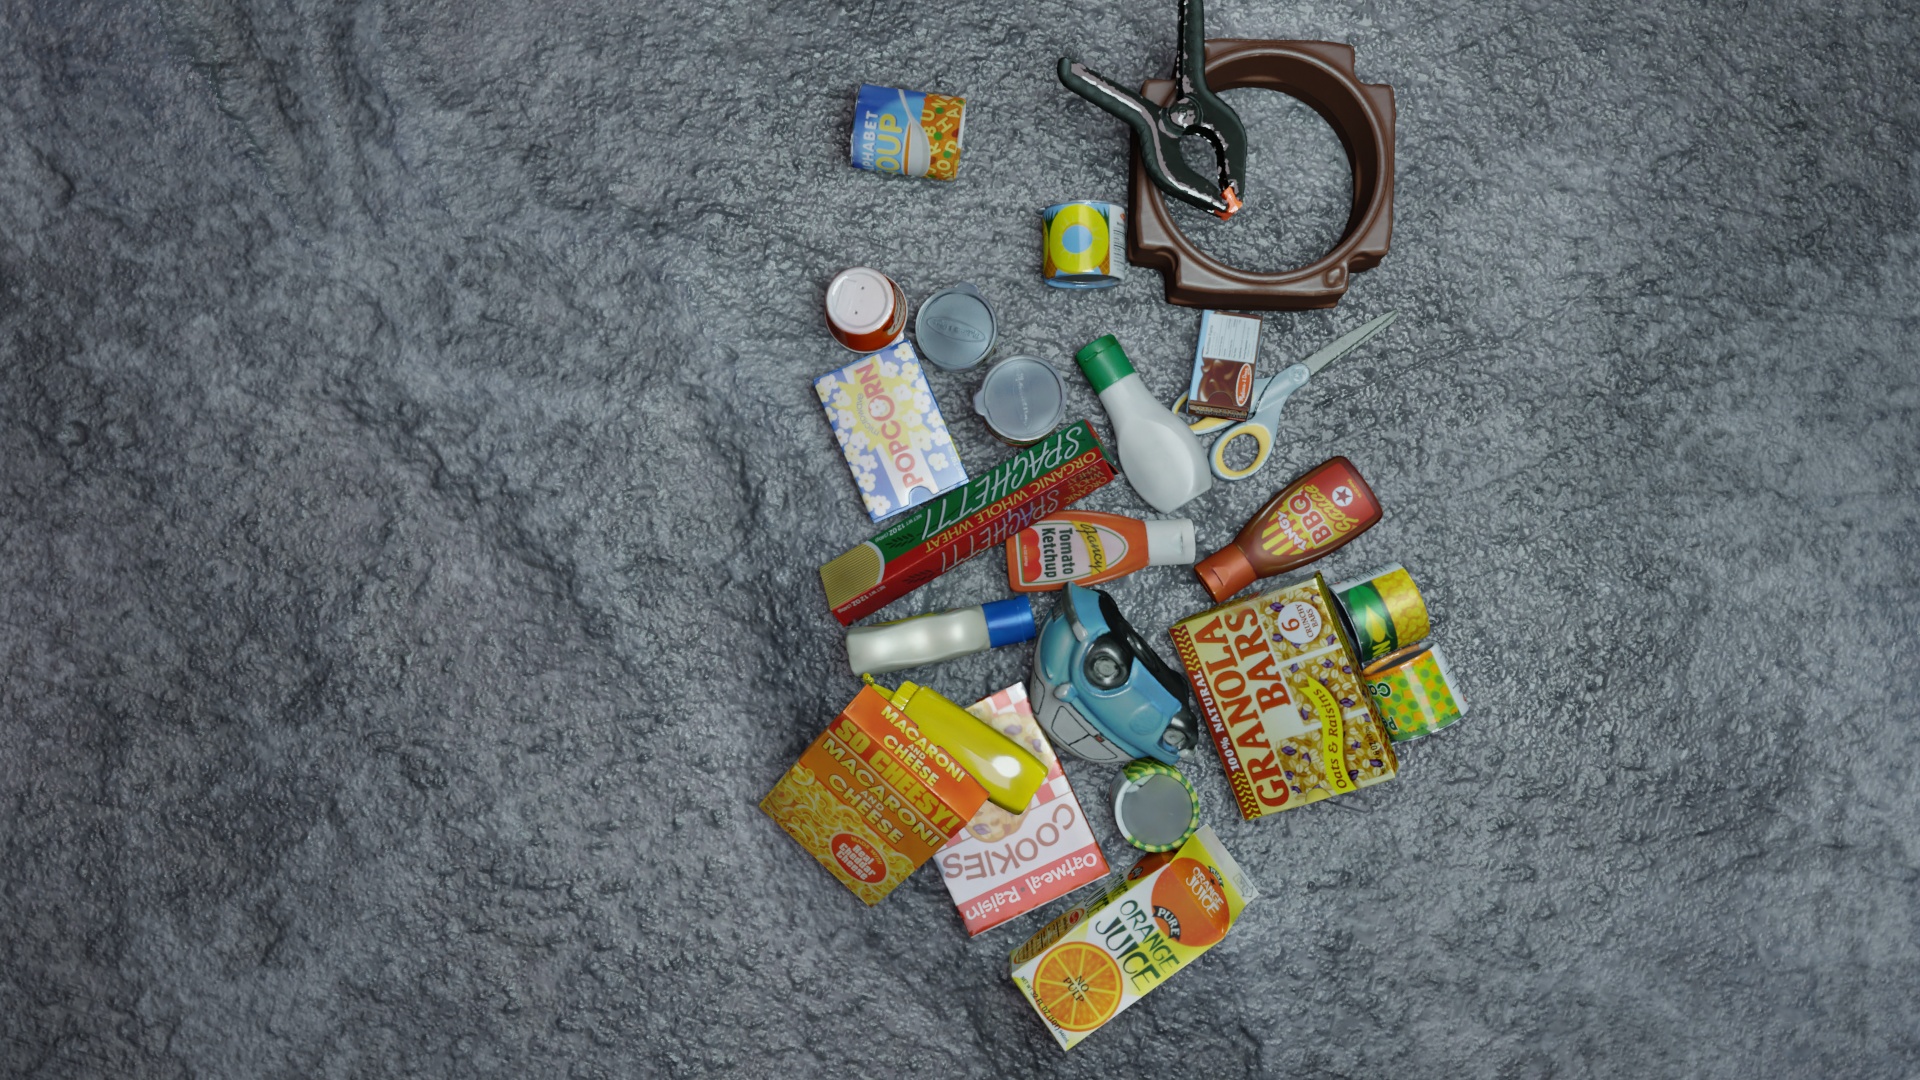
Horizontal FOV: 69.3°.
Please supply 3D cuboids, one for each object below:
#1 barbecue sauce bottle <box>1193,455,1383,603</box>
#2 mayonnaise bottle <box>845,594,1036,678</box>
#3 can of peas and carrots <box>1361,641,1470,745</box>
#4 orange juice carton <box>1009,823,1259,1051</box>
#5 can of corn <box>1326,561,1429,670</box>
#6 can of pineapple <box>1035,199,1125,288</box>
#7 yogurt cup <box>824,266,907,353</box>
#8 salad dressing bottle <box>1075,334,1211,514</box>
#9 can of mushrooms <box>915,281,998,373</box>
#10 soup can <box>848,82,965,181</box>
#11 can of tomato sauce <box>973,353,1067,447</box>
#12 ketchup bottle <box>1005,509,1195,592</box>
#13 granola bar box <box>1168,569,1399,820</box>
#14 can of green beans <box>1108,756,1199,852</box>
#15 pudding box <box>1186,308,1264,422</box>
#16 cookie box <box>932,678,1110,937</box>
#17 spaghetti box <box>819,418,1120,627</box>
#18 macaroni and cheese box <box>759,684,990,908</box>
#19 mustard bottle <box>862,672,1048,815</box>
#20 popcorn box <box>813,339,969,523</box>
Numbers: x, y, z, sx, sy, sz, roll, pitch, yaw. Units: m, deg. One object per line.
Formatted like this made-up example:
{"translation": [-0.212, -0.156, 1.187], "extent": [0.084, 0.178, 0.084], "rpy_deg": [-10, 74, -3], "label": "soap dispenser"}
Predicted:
{"translation": [0.257, -0.004, 1.105], "extent": [0.148, 0.043, 0.065], "rpy_deg": [-33, 81, 1], "label": "barbecue sauce bottle"}
{"translation": [-0.016, 0.075, 1.103], "extent": [0.148, 0.064, 0.041], "rpy_deg": [-12, 86, -3], "label": "mayonnaise bottle"}
{"translation": [0.353, 0.119, 1.089], "extent": [0.071, 0.071, 0.058], "rpy_deg": [-25, 88, 1], "label": "can of peas and carrots"}
{"translation": [0.136, 0.305, 1.087], "extent": [0.193, 0.073, 0.072], "rpy_deg": [-36, 88, 0], "label": "orange juice carton"}
{"translation": [0.328, 0.059, 1.091], "extent": [0.058, 0.071, 0.071], "rpy_deg": [-22, 89, 1], "label": "can of corn"}
{"translation": [0.096, -0.234, 1.103], "extent": [0.071, 0.071, 0.058], "rpy_deg": [-1, 90, 1], "label": "can of pineapple"}
{"translation": [-0.078, -0.187, 1.112], "extent": [0.072, 0.054, 0.072], "rpy_deg": [0, 88, 2], "label": "yogurt cup"}
{"translation": [0.144, -0.094, 1.108], "extent": [0.064, 0.044, 0.147], "rpy_deg": [-33, 84, 29], "label": "salad dressing bottle"}
{"translation": [-0.002, -0.171, 1.120], "extent": [0.071, 0.033, 0.071], "rpy_deg": [0, 89, 2], "label": "can of mushrooms"}
{"translation": [-0.042, -0.323, 1.106], "extent": [0.084, 0.071, 0.071], "rpy_deg": [9, 89, 1], "label": "soup can"}
{"translation": [0.047, -0.108, 1.092], "extent": [0.071, 0.083, 0.071], "rpy_deg": [0, 89, 2], "label": "can of tomato sauce"}
{"translation": [0.111, 0.005, 1.109], "extent": [0.149, 0.043, 0.064], "rpy_deg": [-4, 94, 1], "label": "ketchup bottle"}
{"translation": [0.252, 0.122, 1.085], "extent": [0.124, 0.039, 0.165], "rpy_deg": [-22, 88, 23], "label": "granola bar box"}
{"translation": [0.152, 0.208, 1.096], "extent": [0.071, 0.058, 0.071], "rpy_deg": [0, 89, 1], "label": "can of green beans"}
{"translation": [0.210, -0.139, 1.103], "extent": [0.050, 0.030, 0.084], "rpy_deg": [9, 73, 9], "label": "pudding box"}
{"translation": [0.029, 0.213, 1.108], "extent": [0.123, 0.040, 0.167], "rpy_deg": [-25, 87, 1], "label": "cookie box"}
{"translation": [0.004, -0.014, 1.091], "extent": [0.250, 0.028, 0.050], "rpy_deg": [-29, 47, 9], "label": "spaghetti box"}
{"translation": [-0.069, 0.197, 1.061], "extent": [0.124, 0.040, 0.165], "rpy_deg": [42, 134, 1], "label": "macaroni and cheese box"}
{"translation": [-0.010, 0.150, 1.062], "extent": [0.160, 0.065, 0.049], "rpy_deg": [32, 82, 9], "label": "mustard bottle"}
{"translation": [-0.055, -0.087, 1.117], "extent": [0.085, 0.038, 0.126], "rpy_deg": [-23, 88, 0], "label": "popcorn box"}
